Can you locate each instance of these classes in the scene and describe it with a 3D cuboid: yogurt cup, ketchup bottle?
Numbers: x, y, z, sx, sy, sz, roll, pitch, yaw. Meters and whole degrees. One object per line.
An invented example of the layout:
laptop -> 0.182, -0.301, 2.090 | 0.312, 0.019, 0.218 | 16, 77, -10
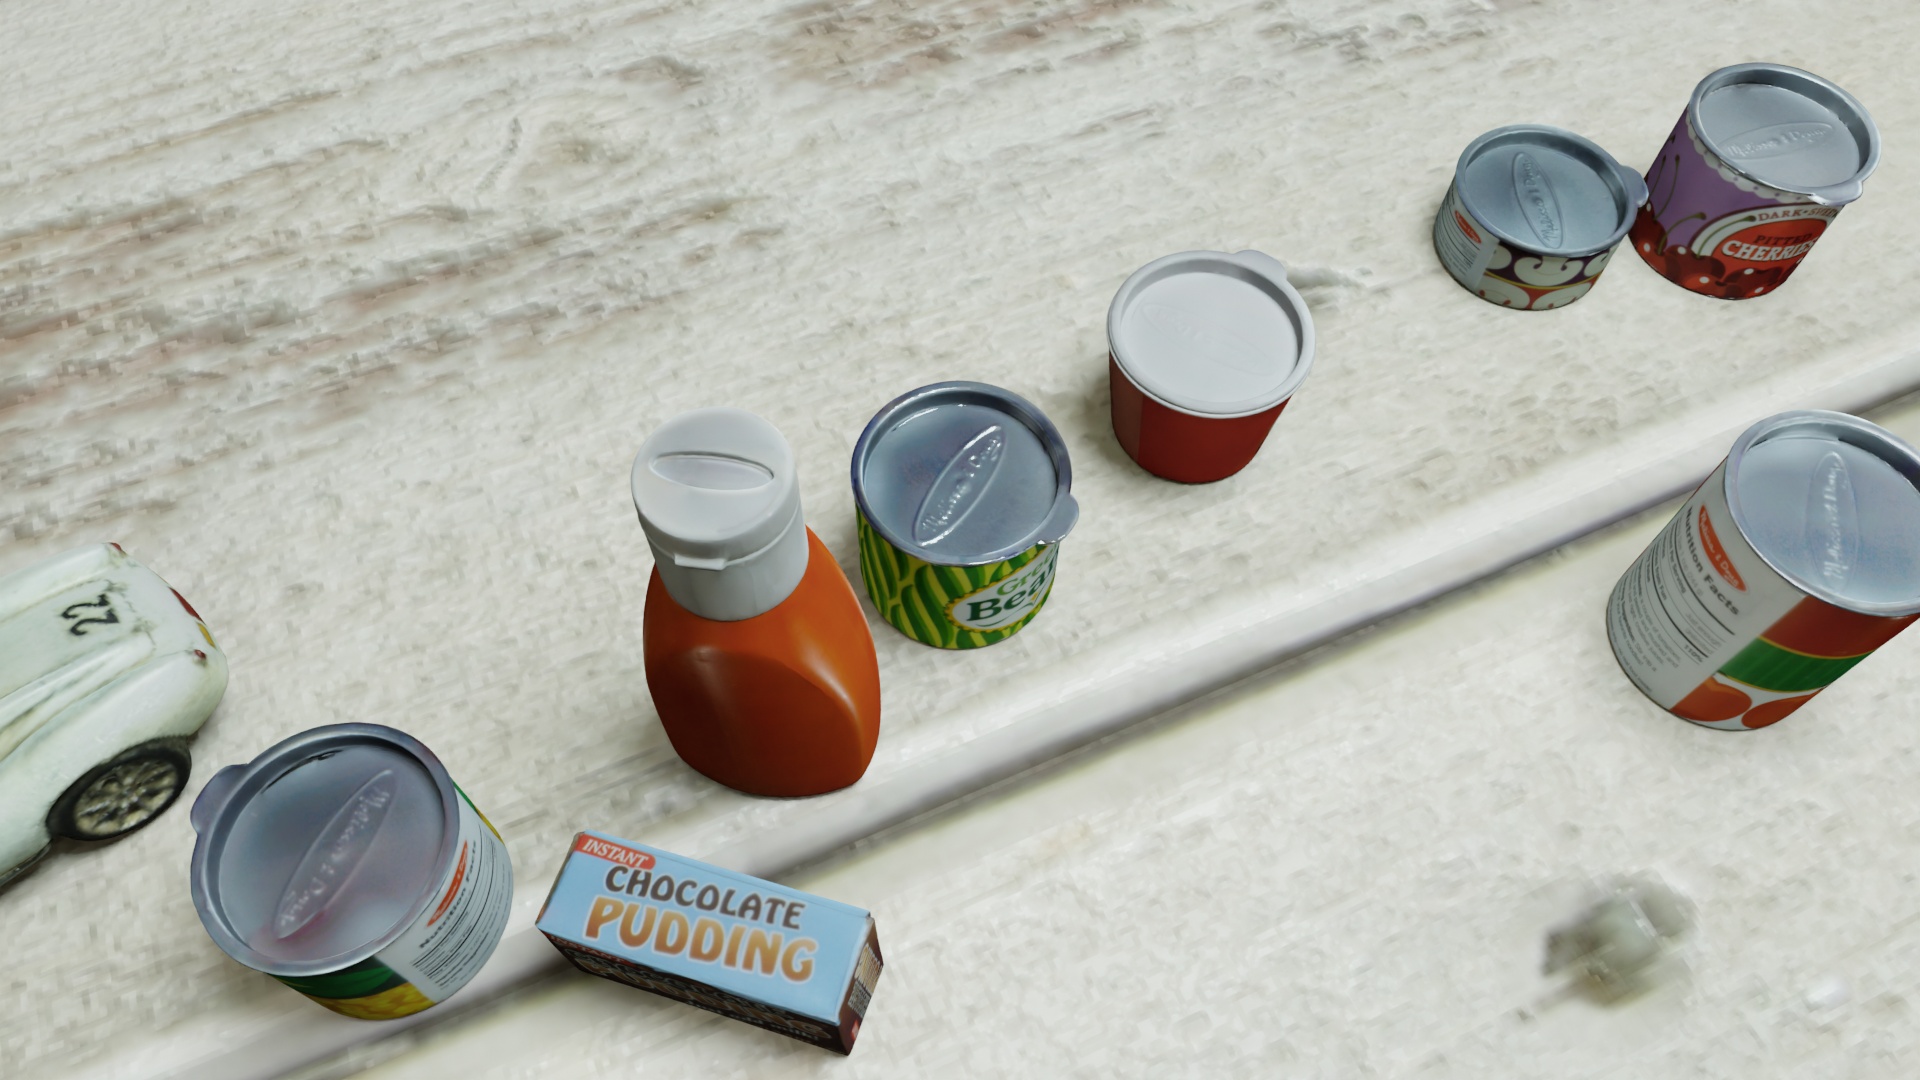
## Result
yogurt cup -> 0.081, -0.056, 0.471 | 0.072, 0.053, 0.073 | 0, 59, -1
ketchup bottle -> -0.055, 0.023, 0.367 | 0.065, 0.148, 0.044 | 7, 60, 3

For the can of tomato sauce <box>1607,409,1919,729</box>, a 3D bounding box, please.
can of tomato sauce -> 0.246, 0.012, 0.417 | 0.071, 0.082, 0.071 | 0, 59, -1

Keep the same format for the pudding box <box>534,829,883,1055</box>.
pudding box -> -0.065, 0.108, 0.373 | 0.084, 0.049, 0.030 | 15, 60, 8

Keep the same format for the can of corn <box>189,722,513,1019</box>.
can of corn -> -0.164, 0.090, 0.377 | 0.071, 0.058, 0.071 | 0, 59, -1

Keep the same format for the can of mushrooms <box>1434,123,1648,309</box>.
can of mushrooms -> 0.218, -0.122, 0.525 | 0.071, 0.033, 0.071 | 0, 59, -1

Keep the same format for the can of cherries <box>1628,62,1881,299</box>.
can of cherries -> 0.294, -0.131, 0.517 | 0.071, 0.058, 0.072 | 0, 59, -1

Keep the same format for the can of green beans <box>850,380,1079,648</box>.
can of green beans -> 0.000, -0.007, 0.438 | 0.071, 0.057, 0.071 | 0, 59, -1
